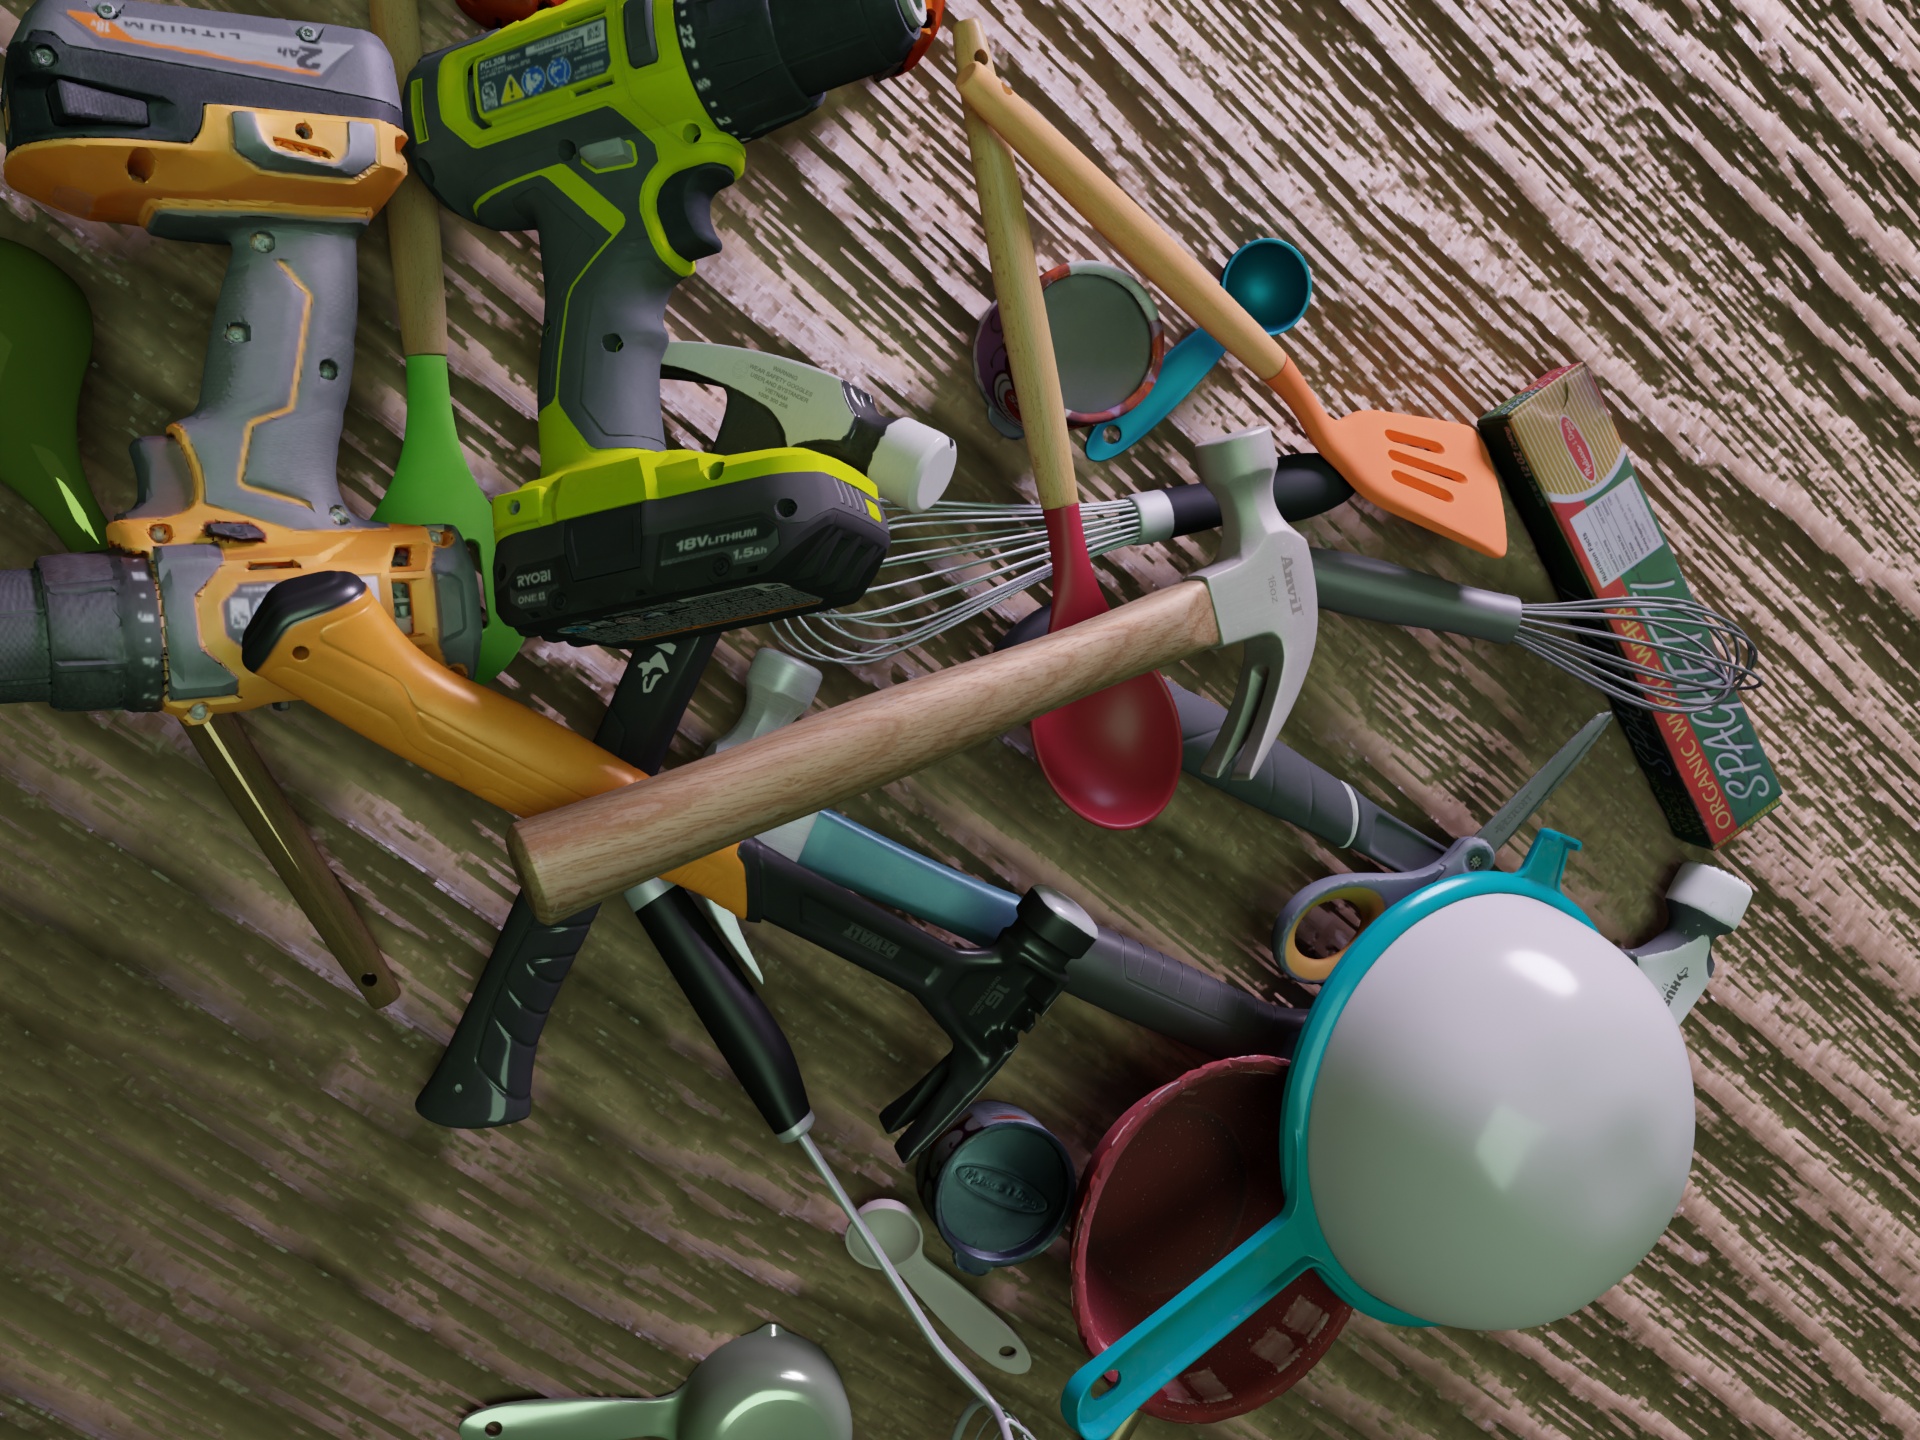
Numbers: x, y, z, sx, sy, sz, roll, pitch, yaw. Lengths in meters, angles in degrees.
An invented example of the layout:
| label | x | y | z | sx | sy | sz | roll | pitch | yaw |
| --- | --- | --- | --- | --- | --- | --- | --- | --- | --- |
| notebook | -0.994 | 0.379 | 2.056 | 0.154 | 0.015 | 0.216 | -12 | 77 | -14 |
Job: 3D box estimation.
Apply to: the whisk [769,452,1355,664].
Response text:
| label | x | y | z | sx | sy | sz | roll | pitch | yaw |
| --- | --- | --- | --- | --- | --- | --- | --- | --- | --- |
| whisk | 0.051 | -0.082 | 0.679 | 0.284 | 0.070 | 0.070 | -14 | 100 | -19 |

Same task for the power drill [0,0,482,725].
| label | x | y | z | sx | sy | sz | roll | pitch | yaw |
| --- | --- | --- | --- | --- | --- | --- | --- | --- | --- |
| power drill | -0.264 | -0.111 | 0.527 | 0.185 | 0.084 | 0.226 | -8 | 95 | -33 |

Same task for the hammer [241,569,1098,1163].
| label | x | y | z | sx | sy | sz | roll | pitch | yaw |
| --- | --- | --- | --- | --- | --- | --- | --- | --- | --- |
| hammer | -0.103 | 0.053 | 0.583 | 0.336 | 0.034 | 0.127 | 33 | 98 | -30 |

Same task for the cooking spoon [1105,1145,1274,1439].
| label | x | y | z | sx | sy | sz | roll | pitch | yaw |
| --- | --- | --- | --- | --- | --- | --- | --- | --- | --- |
| cooking spoon | 0.067 | 0.342 | 0.748 | 0.068 | 0.017 | 0.319 | 34 | 86 | -13 |

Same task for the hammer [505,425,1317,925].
| label | x | y | z | sx | sy | sz | roll | pitch | yaw |
| --- | --- | --- | --- | --- | --- | --- | --- | --- | --- |
| hammer | -0.001 | -0.002 | 0.581 | 0.331 | 0.031 | 0.130 | -22 | 103 | -24 |

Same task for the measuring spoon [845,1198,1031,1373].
| label | x | y | z | sx | sy | sz | roll | pitch | yaw |
| --- | --- | --- | --- | --- | --- | --- | --- | --- | --- |
| measuring spoon | -0.007 | 0.256 | 0.721 | 0.034 | 0.018 | 0.124 | -35 | 112 | 12 |

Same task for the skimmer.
| label | x | y | z | sx | sy | sz | roll | pitch | yaw |
| --- | --- | --- | --- | --- | --- | --- | --- | --- | --- |
| skimmer | -0.060 | 0.234 | 0.650 | 0.090 | 0.127 | 0.363 | -32 | 90 | -16 |

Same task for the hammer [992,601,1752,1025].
| label | x | y | z | sx | sy | sz | roll | pitch | yaw |
| --- | --- | --- | --- | --- | --- | --- | --- | --- | --- |
| hammer | 0.191 | 0.057 | 0.746 | 0.408 | 0.036 | 0.149 | 28 | 89 | -17 |

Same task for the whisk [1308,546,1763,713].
| label | x | y | z | sx | sy | sz | roll | pitch | yaw |
| --- | --- | --- | --- | --- | --- | --- | --- | --- | --- |
| whisk | 0.251 | -0.045 | 0.728 | 0.239 | 0.055 | 0.055 | 12 | 93 | -3 |

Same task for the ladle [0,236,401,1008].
| label | x | y | z | sx | sy | sz | roll | pitch | yaw |
| --- | --- | --- | --- | --- | --- | --- | --- | --- | --- |
| ladle | -0.296 | -0.027 | 0.596 | 0.078 | 0.062 | 0.320 | -28 | 110 | -9 |

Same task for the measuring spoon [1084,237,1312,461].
| label | x | y | z | sx | sy | sz | roll | pitch | yaw |
| --- | --- | --- | --- | --- | --- | --- | --- | --- | --- |
| measuring spoon | 0.101 | -0.162 | 0.707 | 0.128 | 0.021 | 0.042 | -43 | 107 | 2 |

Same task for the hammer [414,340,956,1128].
| label | x | y | z | sx | sy | sz | roll | pitch | yaw |
| --- | --- | --- | --- | --- | --- | --- | --- | --- | --- |
| hammer | -0.136 | 0.011 | 0.623 | 0.146 | 0.035 | 0.335 | 28 | 97 | 17 |

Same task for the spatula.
| label | x | y | z | sx | sy | sz | roll | pitch | yaw |
| --- | --- | --- | --- | --- | --- | --- | --- | --- | --- |
| spatula | 0.122 | -0.165 | 0.656 | 0.322 | 0.041 | 0.081 | 32 | 46 | -34 |

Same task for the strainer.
| label | x | y | z | sx | sy | sz | roll | pitch | yaw |
| --- | --- | --- | --- | --- | --- | --- | --- | --- | --- |
| strainer | 0.197 | 0.205 | 0.664 | 0.340 | 0.095 | 0.211 | -29 | 108 | -23 |

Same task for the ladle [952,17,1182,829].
| label | x | y | z | sx | sy | sz | roll | pitch | yaw |
| --- | --- | --- | --- | --- | --- | --- | --- | --- | --- |
| ladle | 0.034 | -0.109 | 0.623 | 0.069 | 0.031 | 0.315 | -18 | 103 | -26 |

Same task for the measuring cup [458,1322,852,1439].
| label | x | y | z | sx | sy | sz | roll | pitch | yaw |
| --- | --- | --- | --- | --- | --- | --- | --- | --- | --- |
| measuring cup | -0.126 | 0.305 | 0.676 | 0.167 | 0.038 | 0.083 | 6 | 94 | -19 |

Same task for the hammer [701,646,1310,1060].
| label | x | y | z | sx | sy | sz | roll | pitch | yaw |
| --- | --- | --- | --- | --- | --- | --- | --- | --- | --- |
| hammer | 0.033 | 0.094 | 0.703 | 0.330 | 0.033 | 0.128 | 26 | 88 | -17 |

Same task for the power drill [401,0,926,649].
| label | x | y | z | sx | sy | sz | roll | pitch | yaw |
| --- | --- | --- | --- | --- | --- | --- | --- | --- | --- |
| power drill | -0.094 | -0.151 | 0.556 | 0.190 | 0.080 | 0.228 | -10 | 83 | 18 |

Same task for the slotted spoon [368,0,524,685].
| label | x | y | z | sx | sy | sz | roll | pitch | yaw |
| --- | --- | --- | --- | --- | --- | --- | --- | --- | --- |
| slotted spoon | -0.209 | -0.165 | 0.607 | 0.070 | 0.031 | 0.314 | -4 | 96 | -11 |
